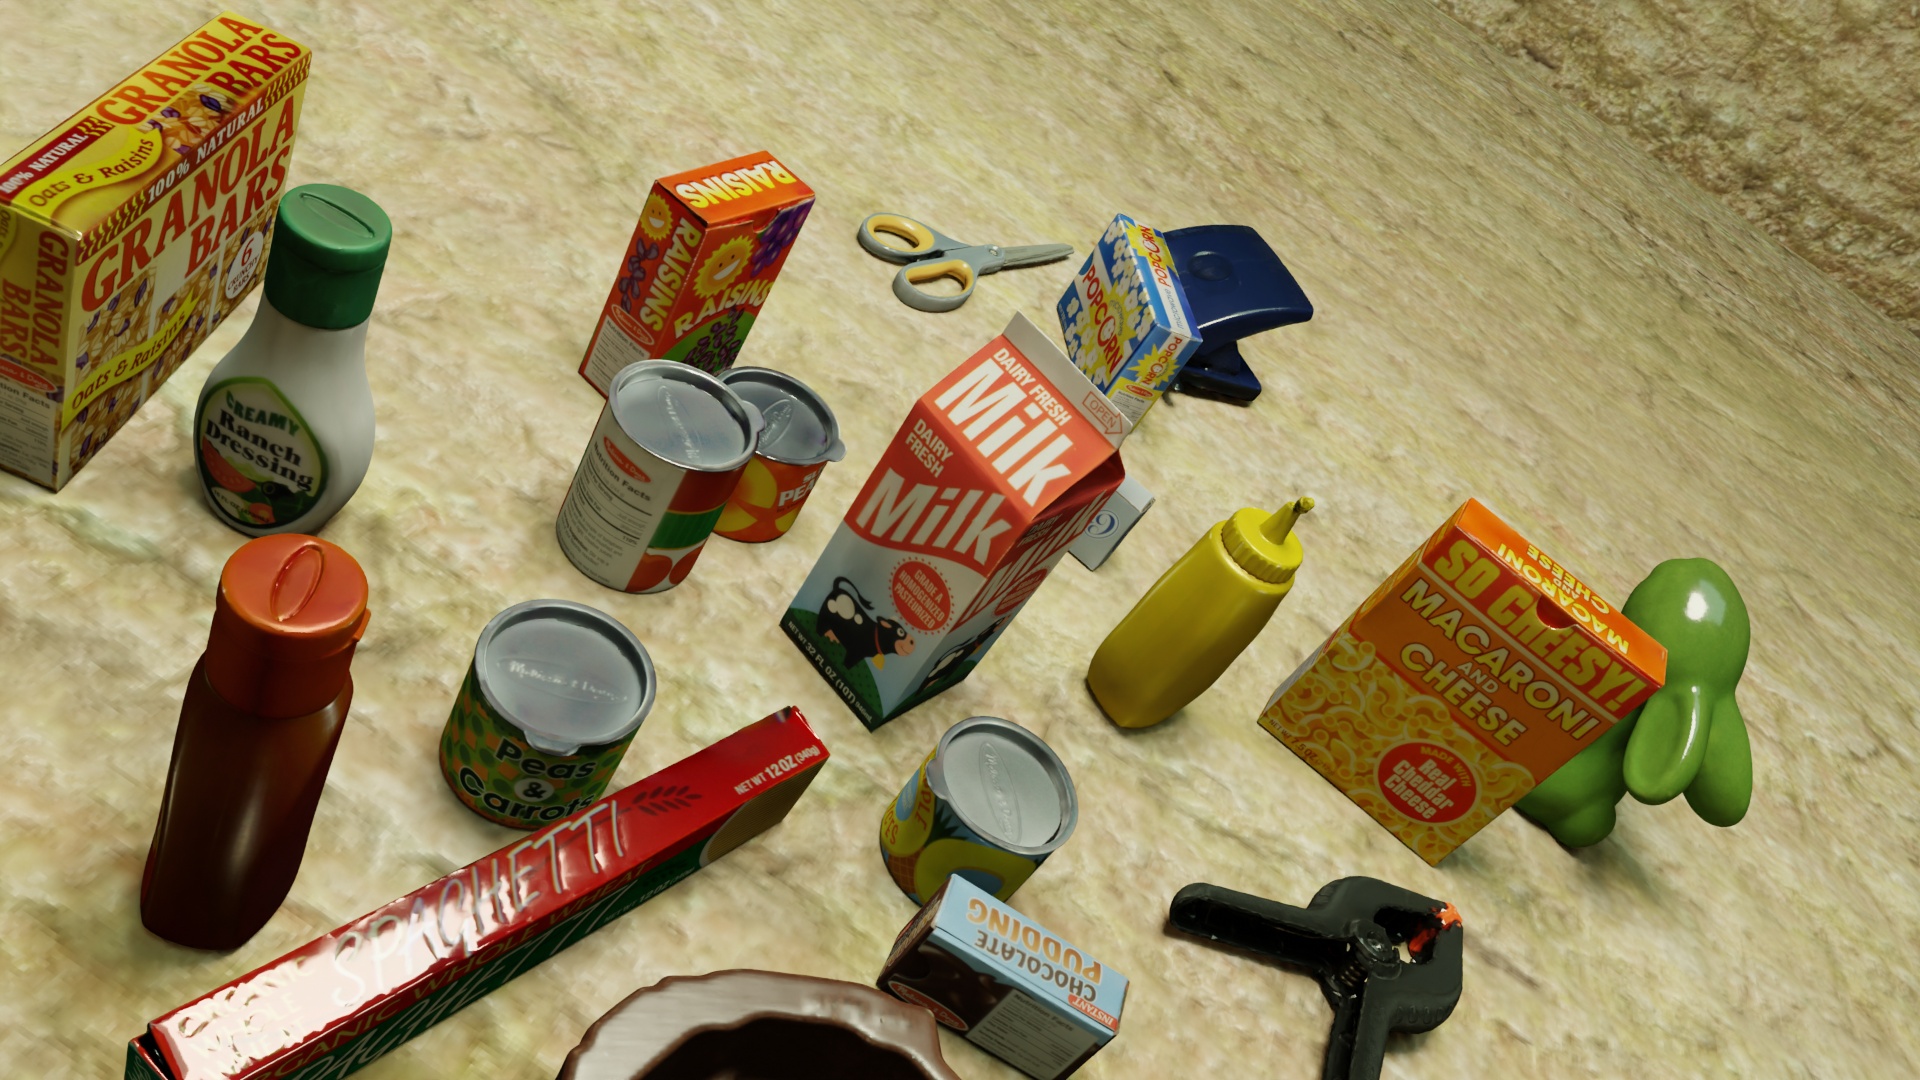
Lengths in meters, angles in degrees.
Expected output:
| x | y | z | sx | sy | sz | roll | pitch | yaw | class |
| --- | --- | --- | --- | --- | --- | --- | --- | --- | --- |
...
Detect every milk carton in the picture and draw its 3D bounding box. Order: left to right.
| x | y | z | sx | sy | sz | roll | pitch | yaw | class |
| --- | --- | --- | --- | --- | --- | --- | --- | --- | --- |
| 0.002 | -0.008 | 0.606 | 0.072 | 0.189 | 0.074 | 47 | 39 | 16 | milk carton |

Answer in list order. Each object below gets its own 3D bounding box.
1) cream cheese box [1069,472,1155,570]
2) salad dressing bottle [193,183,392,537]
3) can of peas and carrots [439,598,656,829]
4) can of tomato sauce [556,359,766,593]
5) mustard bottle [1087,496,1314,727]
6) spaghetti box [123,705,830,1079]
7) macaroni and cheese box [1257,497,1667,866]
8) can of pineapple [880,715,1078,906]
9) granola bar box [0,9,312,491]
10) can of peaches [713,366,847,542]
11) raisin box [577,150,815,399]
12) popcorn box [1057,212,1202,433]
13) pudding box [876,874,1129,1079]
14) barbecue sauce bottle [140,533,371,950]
| x | y | z | sx | sy | sz | roll | pitch | yaw | class |
| --- | --- | --- | --- | --- | --- | --- | --- | --- | --- |
| 0.054 | -0.036 | 0.789 | 0.104 | 0.053 | 0.024 | 41 | 37 | 8 | cream cheese box |
| -0.246 | -0.064 | 0.518 | 0.064 | 0.147 | 0.044 | 31 | 37 | -5 | salad dressing bottle |
| -0.154 | 0.067 | 0.517 | 0.071 | 0.058 | 0.071 | 21 | 39 | -18 | can of peas and carrots |
| -0.134 | -0.027 | 0.615 | 0.071 | 0.082 | 0.071 | 21 | 39 | -18 | can of tomato sauce |
| 0.124 | 0.030 | 0.682 | 0.065 | 0.159 | 0.049 | -10 | 56 | -43 | mustard bottle |
| -0.146 | 0.122 | 0.470 | 0.029 | 0.050 | 0.251 | 47 | 39 | 16 | spaghetti box |
| 0.255 | 0.078 | 0.722 | 0.124 | 0.165 | 0.040 | 40 | 37 | 7 | macaroni and cheese box |
| 0.005 | 0.116 | 0.583 | 0.071 | 0.057 | 0.071 | 21 | 39 | -18 | can of pineapple |
| -0.319 | -0.118 | 0.541 | 0.039 | 0.123 | 0.166 | 25 | 38 | -13 | granola bar box |
| -0.098 | -0.040 | 0.676 | 0.071 | 0.057 | 0.071 | 21 | 39 | -18 | can of peaches |
| -0.132 | -0.128 | 0.693 | 0.040 | 0.122 | 0.086 | 42 | 38 | 10 | raisin box |
| 0.109 | -0.145 | 0.922 | 0.038 | 0.084 | 0.127 | 16 | 41 | -23 | popcorn box |
| 0.017 | 0.171 | 0.538 | 0.084 | 0.049 | 0.030 | 31 | 37 | -4 | pudding box |
| -0.208 | 0.059 | 0.411 | 0.044 | 0.147 | 0.065 | 21 | 39 | -18 | barbecue sauce bottle |
